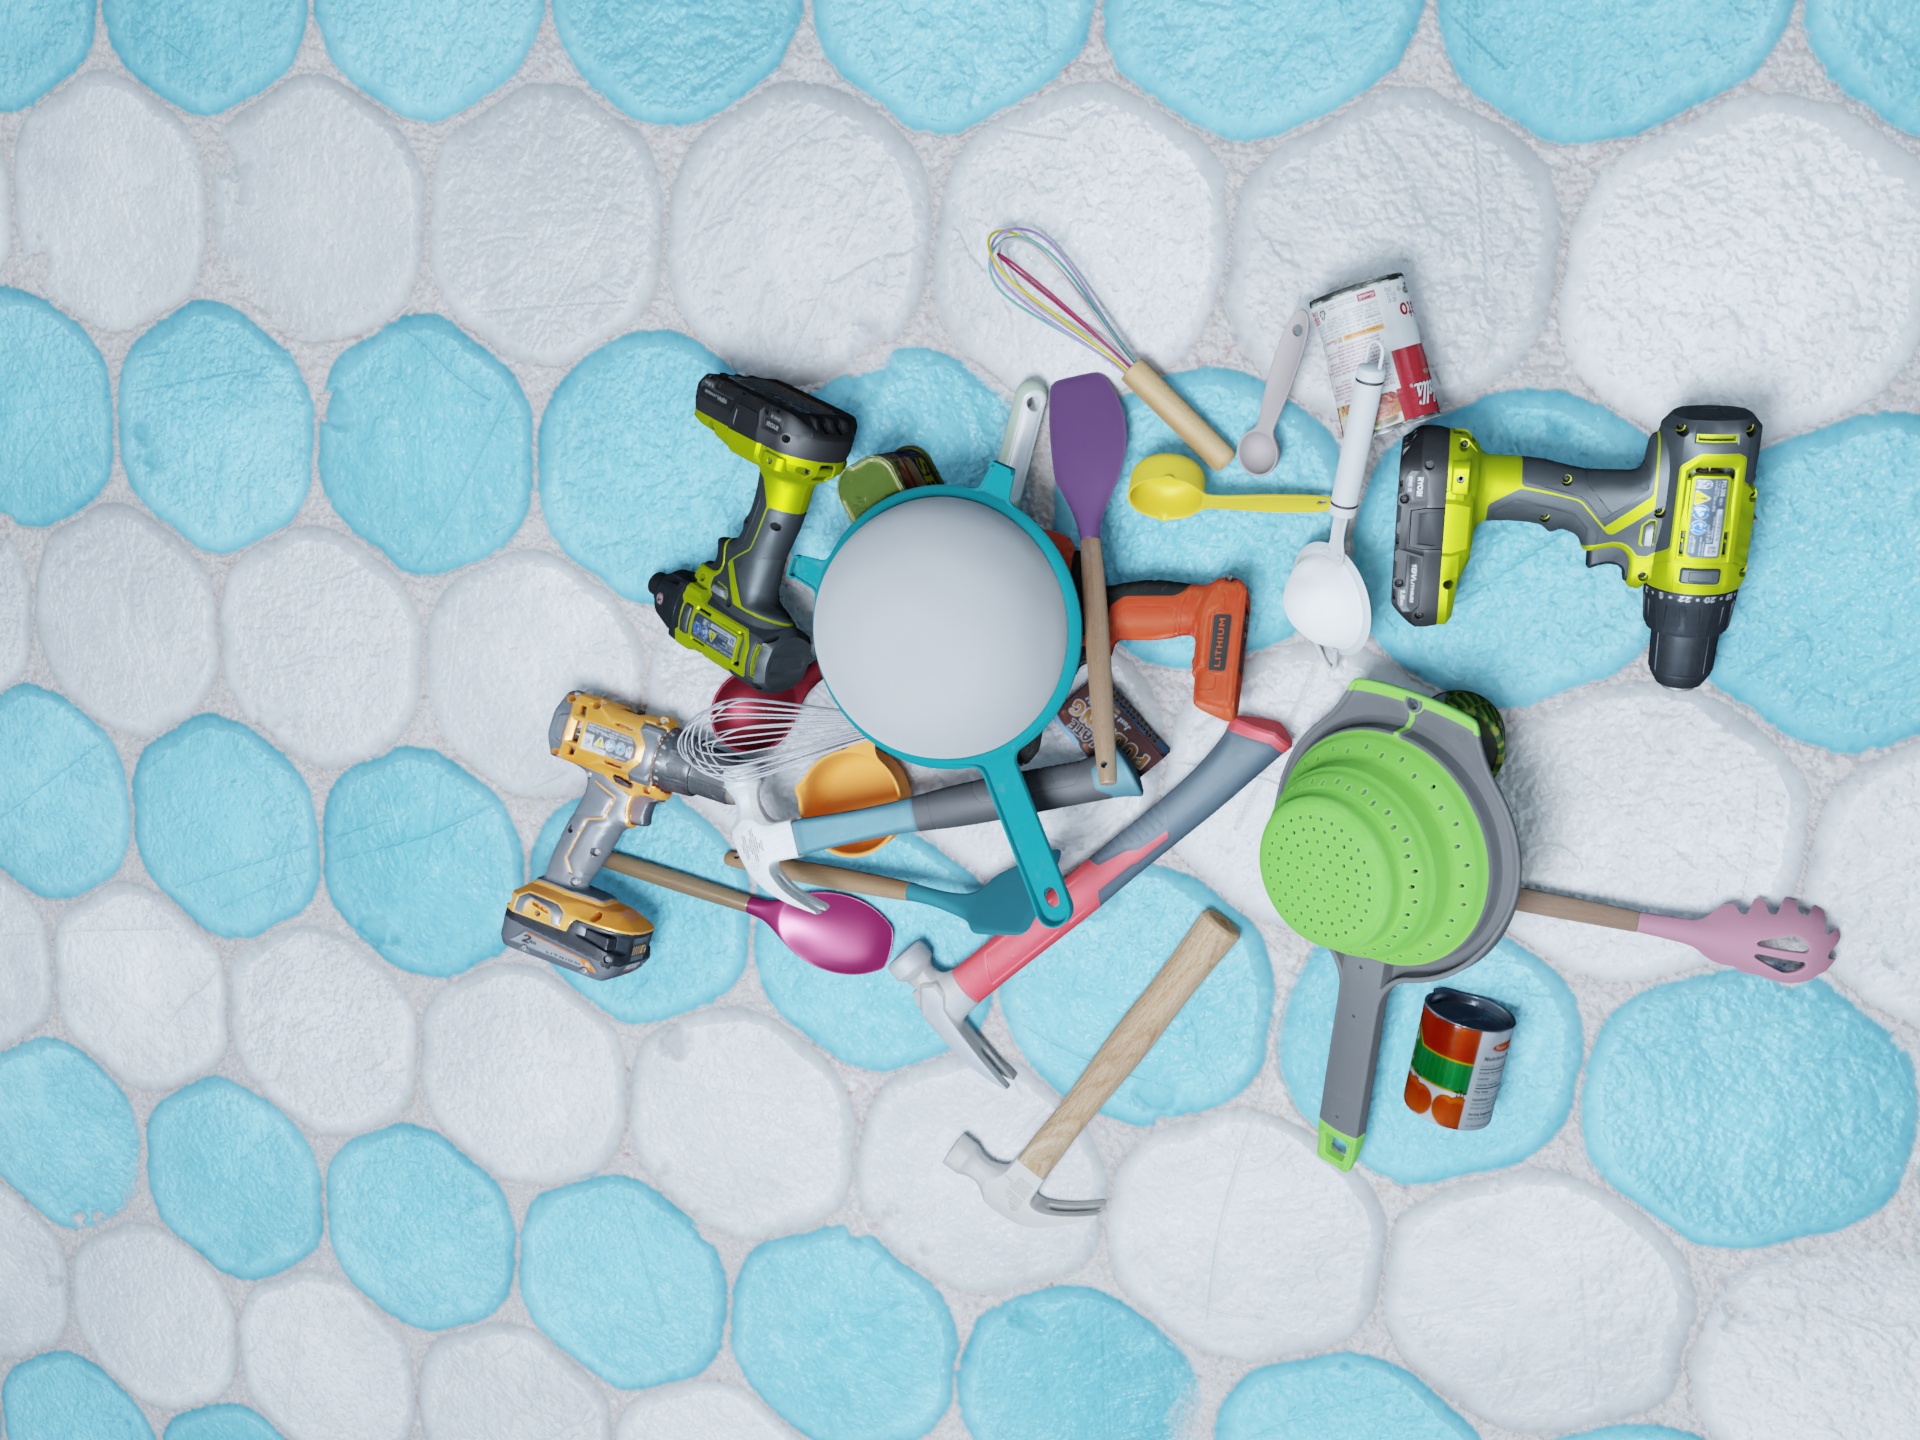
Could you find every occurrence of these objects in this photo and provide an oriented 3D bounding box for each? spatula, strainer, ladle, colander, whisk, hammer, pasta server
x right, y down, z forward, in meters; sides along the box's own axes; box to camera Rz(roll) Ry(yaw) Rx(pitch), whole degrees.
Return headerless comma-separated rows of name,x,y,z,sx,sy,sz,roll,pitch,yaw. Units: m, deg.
spatula,-0.066,0.128,1.305,0.317,0.082,0.044,6,142,27
strainer,0.263,-0.141,1.109,0.087,0.050,0.258,45,141,46
strainer,-0.002,-0.004,1.138,0.211,0.095,0.340,-22,88,21
ladle,-0.086,-0.060,1.271,0.315,0.031,0.069,-31,89,32
colander,0.277,0.173,1.155,0.205,0.094,0.396,25,121,43
spatula,0.100,-0.108,1.168,0.060,0.018,0.316,-7,76,20
whisk,0.108,-0.273,1.176,0.245,0.047,0.051,45,111,1
hammer,-0.022,0.069,1.248,0.331,0.033,0.128,-12,91,14
hammer,0.118,0.139,1.266,0.386,0.038,0.143,-42,88,22
hammer,0.122,0.288,1.301,0.130,0.031,0.331,37,111,8
whisk,-0.078,0.003,1.241,0.284,0.070,0.070,-7,101,-9
whisk,0.026,-0.141,1.229,0.057,0.059,0.246,9,102,-24
pasta server,0.463,0.139,1.156,0.316,0.040,0.060,10,105,21

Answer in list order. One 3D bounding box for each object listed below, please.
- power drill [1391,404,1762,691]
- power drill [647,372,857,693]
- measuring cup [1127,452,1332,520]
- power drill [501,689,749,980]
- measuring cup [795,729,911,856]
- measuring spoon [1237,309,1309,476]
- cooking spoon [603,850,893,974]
power drill,0.415,-0.117,1.086,0.228,0.080,0.190,4,113,15
power drill,-0.174,-0.155,1.269,0.171,0.080,0.223,31,114,33
measuring cup,0.202,-0.172,1.171,0.156,0.062,0.029,3,66,5
power drill,-0.283,0.104,1.362,0.185,0.084,0.226,18,93,14
measuring cup,-0.074,0.025,1.302,0.095,0.052,0.173,15,96,12
measuring spoon,0.231,-0.235,1.143,0.034,0.018,0.124,33,124,31
cooking spoon,-0.207,0.153,1.391,0.319,0.017,0.068,15,98,15
